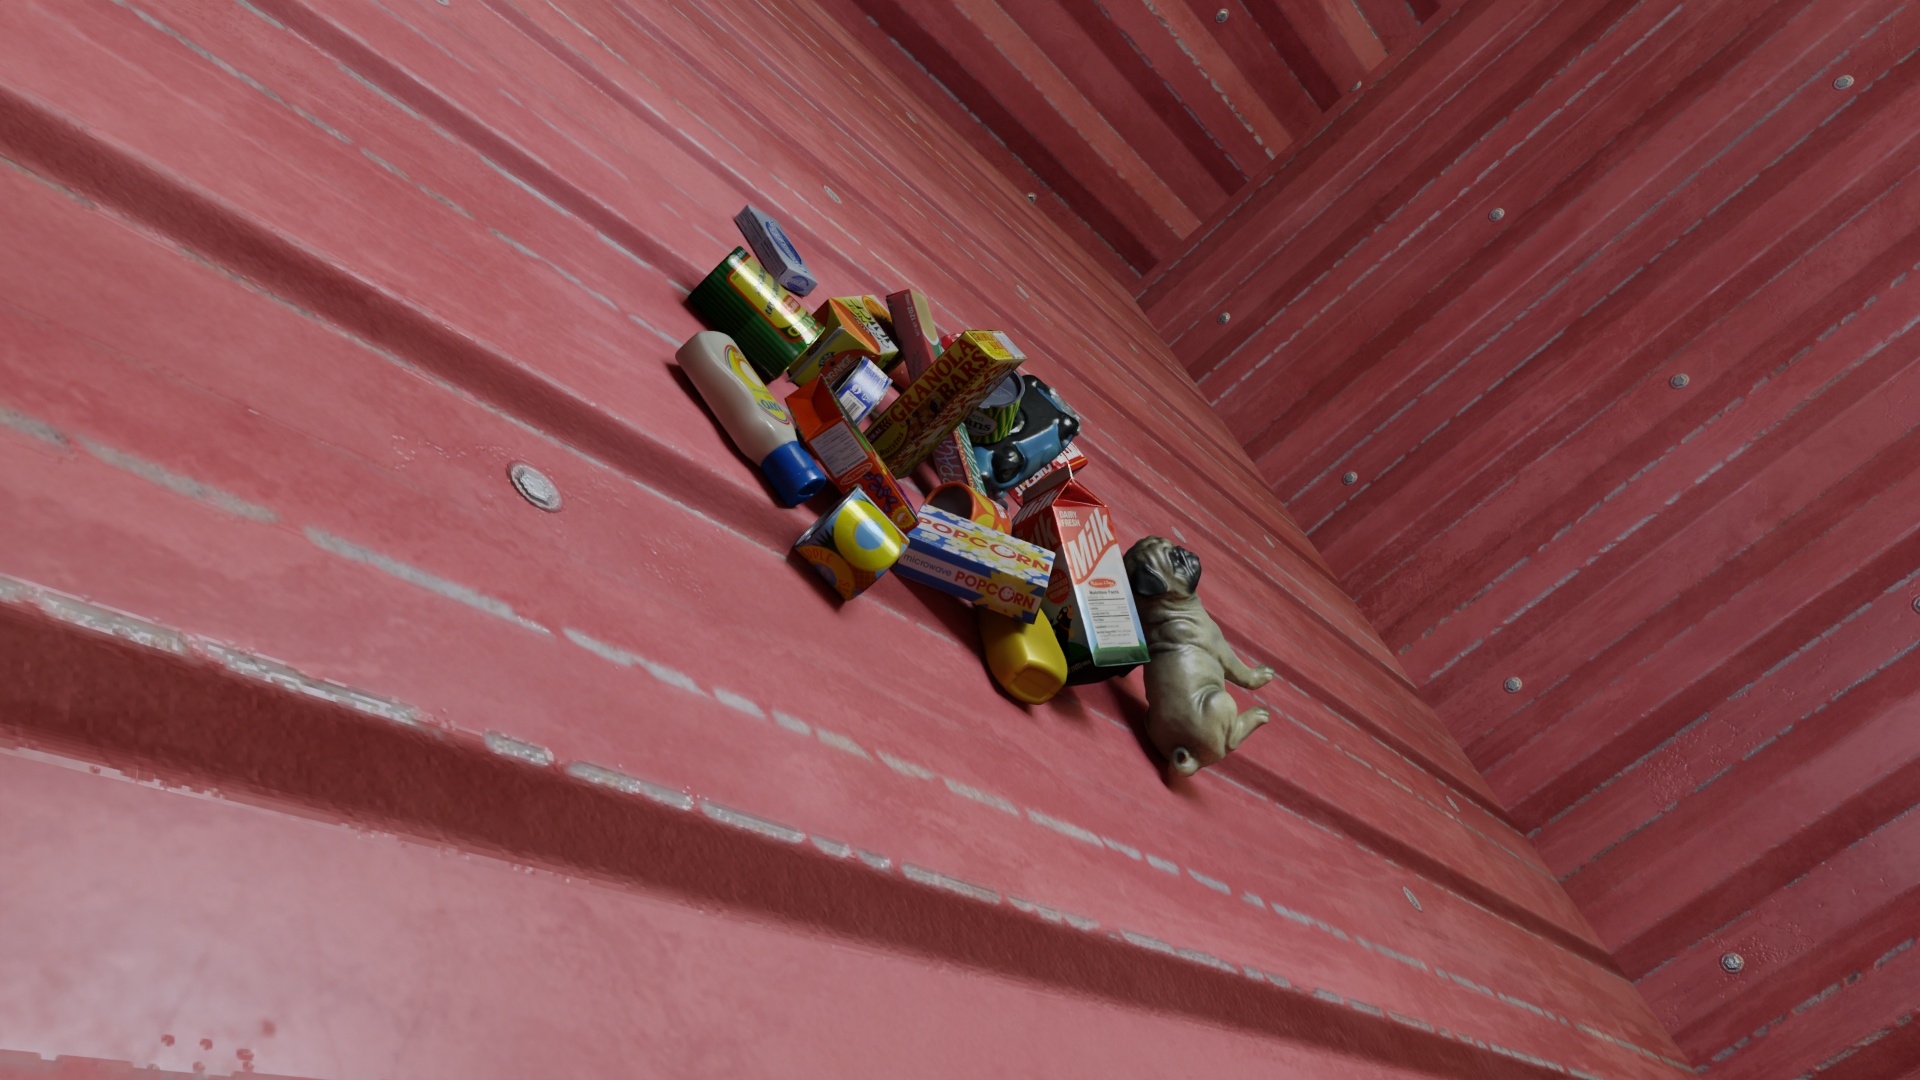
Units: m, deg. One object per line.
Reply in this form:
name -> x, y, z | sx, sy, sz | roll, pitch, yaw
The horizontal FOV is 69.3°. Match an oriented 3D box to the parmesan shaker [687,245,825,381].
parmesan shaker -> -0.179, -0.197, 1.208 | 0.103, 0.071, 0.071 | 44, 18, -13

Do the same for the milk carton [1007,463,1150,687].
milk carton -> 0.099, 0.031, 1.252 | 0.073, 0.072, 0.191 | 0, 69, -40

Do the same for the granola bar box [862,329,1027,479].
granola bar box -> -0.024, -0.121, 1.252 | 0.039, 0.165, 0.124 | 48, 17, 5

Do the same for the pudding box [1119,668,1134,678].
pudding box -> 0.158, 0.094, 1.428 | 0.083, 0.049, 0.030 | 47, 18, -7

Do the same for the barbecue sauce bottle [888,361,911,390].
barbecue sauce bottle -> -0.013, -0.152, 1.526 | 0.148, 0.064, 0.044 | 34, 32, -15

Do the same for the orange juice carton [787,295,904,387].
orange juice carton -> -0.111, -0.184, 1.334 | 0.073, 0.071, 0.193 | 48, 17, 0

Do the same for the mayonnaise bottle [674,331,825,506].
mayonnaise bottle -> -0.160, -0.094, 1.075 | 0.148, 0.041, 0.065 | 53, 15, 12

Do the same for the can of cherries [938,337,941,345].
can of cherries -> -0.066, -0.225, 1.550 | 0.071, 0.058, 0.072 | 43, 19, -19

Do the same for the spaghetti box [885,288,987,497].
spaghetti box -> -0.018, -0.121, 1.347 | 0.050, 0.028, 0.250 | 0, 72, -73

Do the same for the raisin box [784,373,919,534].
raisin box -> -0.087, -0.064, 1.124 | 0.123, 0.040, 0.086 | 56, 1, -34

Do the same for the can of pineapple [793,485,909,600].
can of pineapple -> -0.081, 0.004, 1.020 | 0.058, 0.071, 0.071 | 46, 17, -8

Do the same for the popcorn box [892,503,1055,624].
popcorn box -> 0.013, 0.018, 1.170 | 0.127, 0.038, 0.085 | 21, 20, 1

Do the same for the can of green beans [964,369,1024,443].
can of green beans -> 0.025, -0.139, 1.391 | 0.071, 0.057, 0.071 | 7, 51, -9

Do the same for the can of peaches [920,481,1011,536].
can of peaches -> 0.004, -0.016, 1.255 | 0.058, 0.071, 0.071 | 28, 26, -46

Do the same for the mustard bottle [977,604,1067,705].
mustard bottle -> 0.046, 0.073, 1.202 | 0.065, 0.048, 0.161 | 33, 22, -29

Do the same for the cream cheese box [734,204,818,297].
cream cheese box -> -0.195, -0.306, 1.469 | 0.053, 0.024, 0.104 | 17, 35, -57
